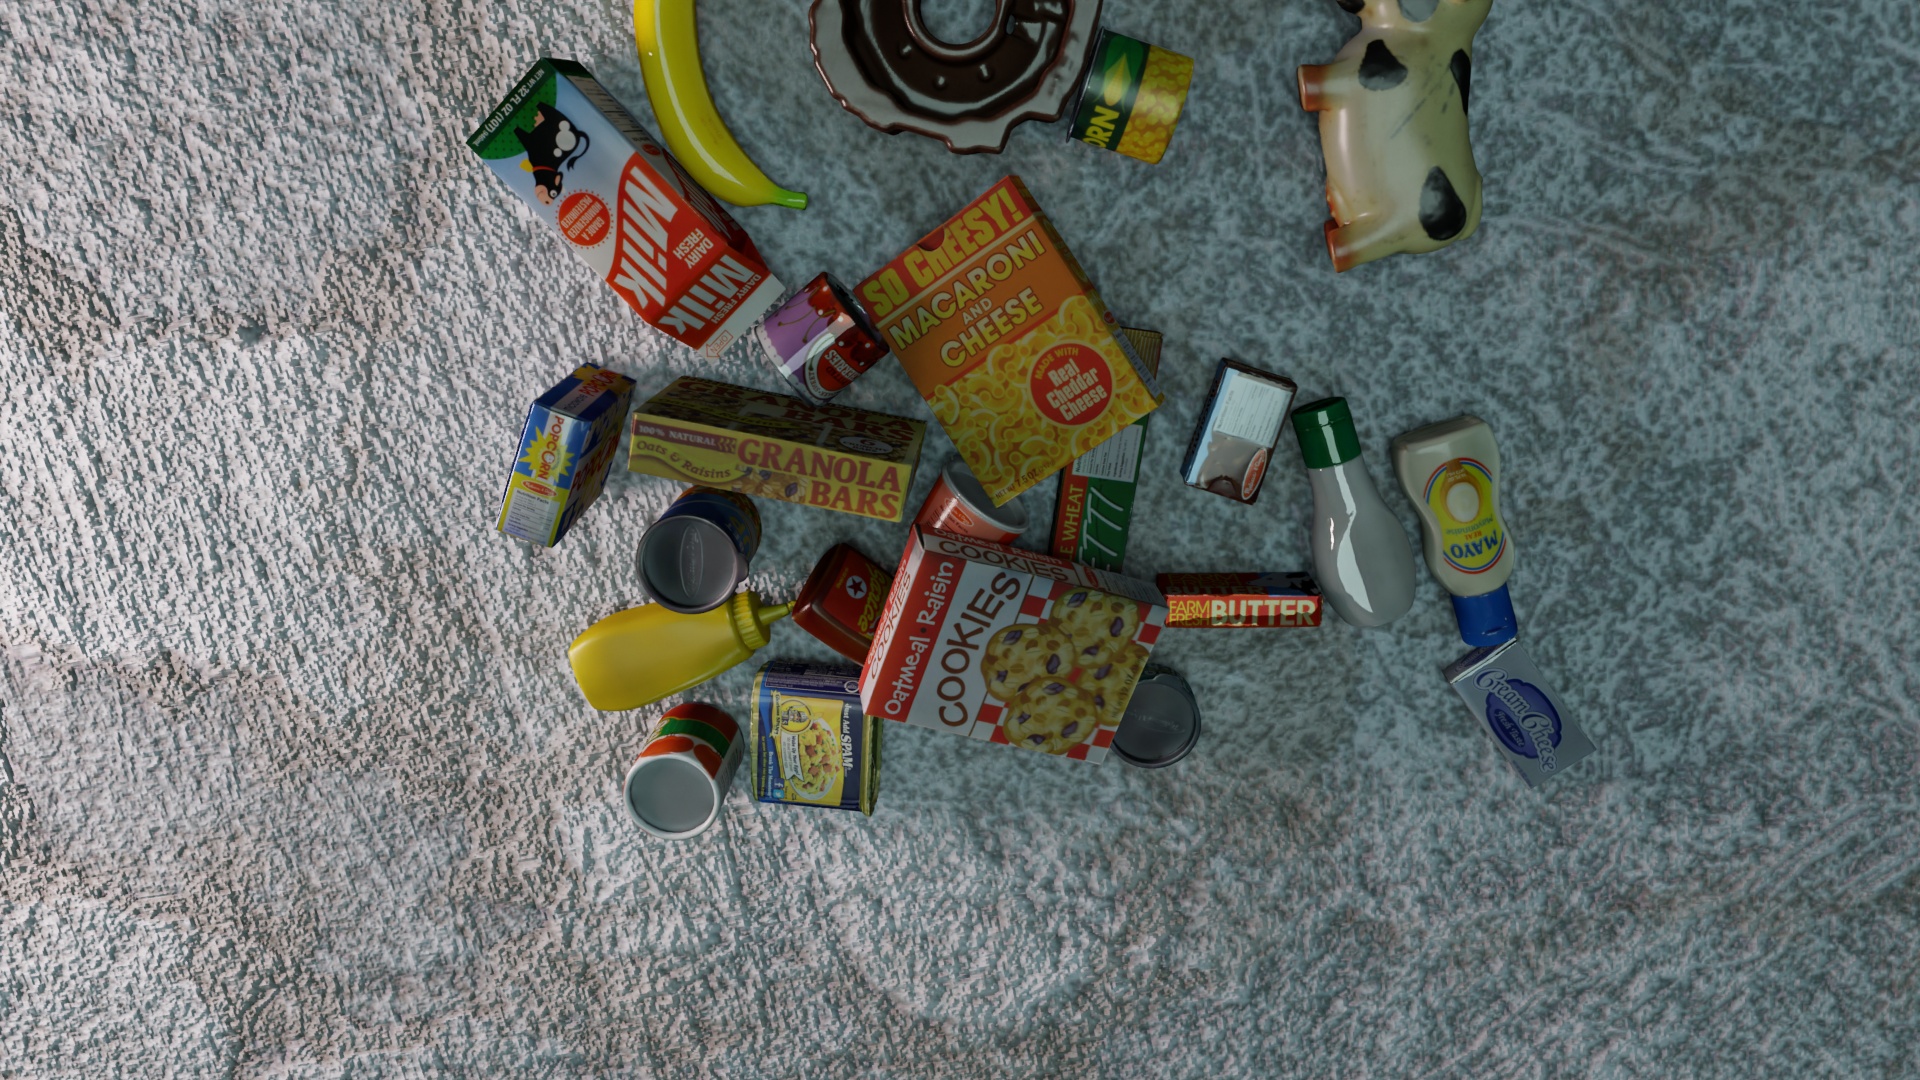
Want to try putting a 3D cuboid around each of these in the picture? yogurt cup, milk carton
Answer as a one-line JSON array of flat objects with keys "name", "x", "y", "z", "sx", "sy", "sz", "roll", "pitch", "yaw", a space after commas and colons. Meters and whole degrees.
[{"name": "yogurt cup", "x": 0.003, "y": -0.011, "z": 0.906, "sx": 0.072, "sy": 0.073, "sz": 0.053, "roll": 35, "pitch": 113, "yaw": -8}, {"name": "milk carton", "x": -0.198, "y": -0.200, "z": 0.854, "sx": 0.072, "sy": 0.074, "sz": 0.190, "roll": -43, "pitch": 101, "yaw": 13}]

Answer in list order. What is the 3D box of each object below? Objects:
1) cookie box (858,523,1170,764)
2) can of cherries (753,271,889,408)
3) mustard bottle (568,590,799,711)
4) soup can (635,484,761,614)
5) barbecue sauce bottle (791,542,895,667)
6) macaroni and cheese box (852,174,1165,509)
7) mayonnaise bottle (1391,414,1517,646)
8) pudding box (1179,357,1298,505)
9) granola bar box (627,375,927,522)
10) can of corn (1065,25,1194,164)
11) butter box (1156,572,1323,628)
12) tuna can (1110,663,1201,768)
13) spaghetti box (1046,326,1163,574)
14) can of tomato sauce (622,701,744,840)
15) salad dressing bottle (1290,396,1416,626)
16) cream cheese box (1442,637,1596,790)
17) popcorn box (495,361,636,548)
[{"name": "cookie box", "x": 0.032, "y": 0.068, "z": 0.890, "sx": 0.167, "sy": 0.040, "sz": 0.122, "roll": 14, "pitch": 112, "yaw": -15}, {"name": "can of cherries", "x": -0.085, "y": -0.124, "z": 0.873, "sx": 0.058, "sy": 0.072, "sz": 0.071, "roll": -37, "pitch": 102, "yaw": 11}, {"name": "mustard bottle", "x": -0.181, "y": 0.067, "z": 0.943, "sx": 0.160, "sy": 0.049, "sz": 0.065, "roll": -17, "pitch": 105, "yaw": 6}, {"name": "soup can", "x": -0.166, "y": 0.004, "z": 0.905, "sx": 0.071, "sy": 0.084, "sz": 0.071, "roll": 1, "pitch": 107, "yaw": 2}, {"name": "barbecue sauce bottle", "x": -0.038, "y": 0.066, "z": 0.933, "sx": 0.148, "sy": 0.065, "sz": 0.043, "roll": 36, "pitch": 143, "yaw": -15}, {"name": "macaroni and cheese box", "x": 0.030, "y": -0.123, "z": 0.864, "sx": 0.123, "sy": 0.040, "sz": 0.166, "roll": -33, "pitch": 94, "yaw": 19}, {"name": "mayonnaise bottle", "x": 0.329, "y": -0.004, "z": 0.905, "sx": 0.065, "sy": 0.041, "sz": 0.147, "roll": -18, "pitch": 104, "yaw": 6}, {"name": "pudding box", "x": 0.179, "y": -0.071, "z": 0.898, "sx": 0.050, "sy": 0.030, "sz": 0.083, "roll": 16, "pitch": 106, "yaw": -3}, {"name": "granola bar box", "x": -0.109, "y": -0.059, "z": 0.864, "sx": 0.166, "sy": 0.124, "sz": 0.039, "roll": 11, "pitch": 107, "yaw": -1}, {"name": "can of corn", "x": 0.100, "y": -0.261, "z": 0.826, "sx": 0.058, "sy": 0.071, "sz": 0.071, "roll": 17, "pitch": 106, "yaw": -3}, {"name": "butter box", "x": 0.182, "y": 0.039, "z": 0.918, "sx": 0.103, "sy": 0.053, "sz": 0.024, "roll": 0, "pitch": 105, "yaw": 2}, {"name": "tuna can", "x": 0.131, "y": 0.118, "z": 0.953, "sx": 0.071, "sy": 0.033, "sz": 0.071, "roll": 1, "pitch": 106, "yaw": 2}, {"name": "spaghetti box", "x": 0.087, "y": -0.018, "z": 0.918, "sx": 0.050, "sy": 0.029, "sz": 0.249, "roll": 8, "pitch": 106, "yaw": 0}, {"name": "can of tomato sauce", "x": -0.190, "y": 0.157, "z": 0.951, "sx": 0.071, "sy": 0.083, "sz": 0.071, "roll": 1, "pitch": 106, "yaw": 2}, {"name": "salad dressing bottle", "x": 0.252, "y": -0.019, "z": 0.902, "sx": 0.064, "sy": 0.044, "sz": 0.147, "roll": -22, "pitch": 101, "yaw": -14}, {"name": "cream cheese box", "x": 0.380, "y": 0.116, "z": 0.947, "sx": 0.053, "sy": 0.024, "sz": 0.103, "roll": -37, "pitch": 102, "yaw": 11}, {"name": "popcorn box", "x": -0.245, "y": -0.056, "z": 0.869, "sx": 0.038, "sy": 0.127, "sz": 0.085, "roll": 19, "pitch": 107, "yaw": -6}]
